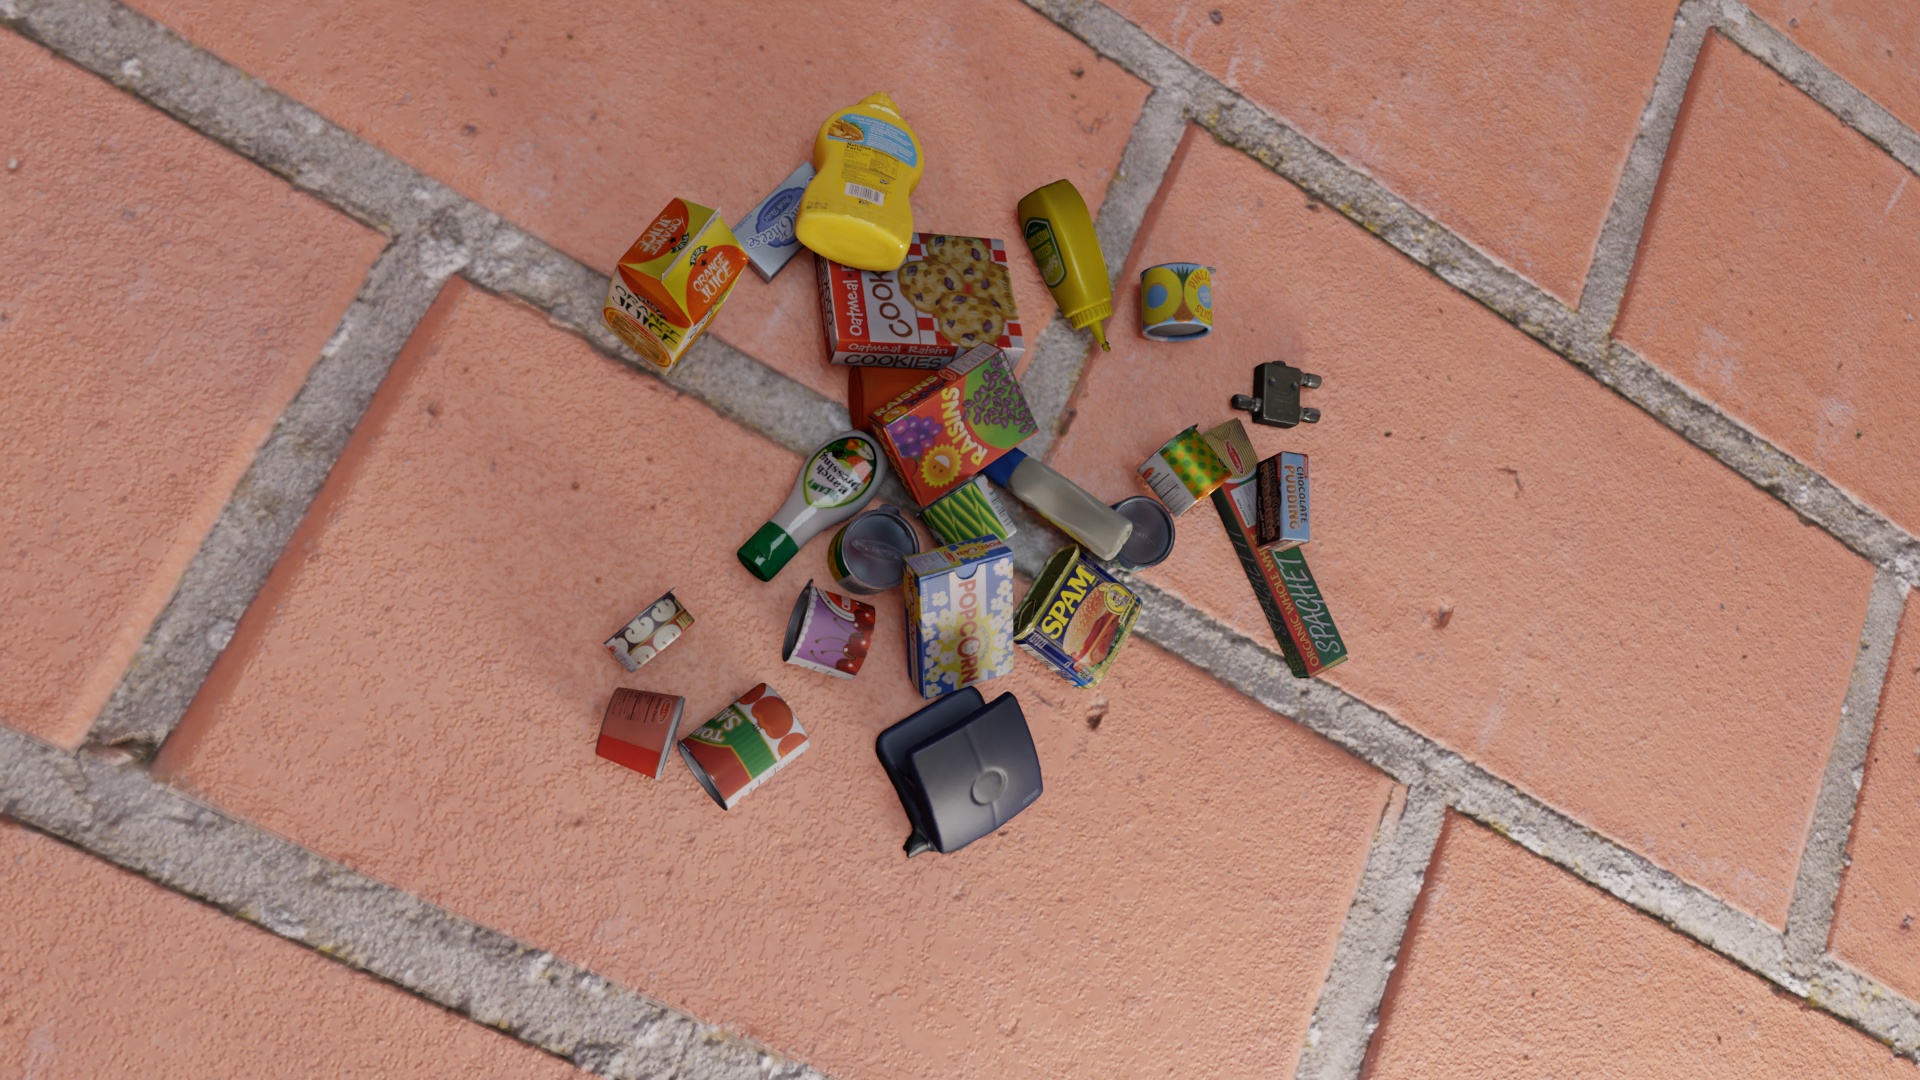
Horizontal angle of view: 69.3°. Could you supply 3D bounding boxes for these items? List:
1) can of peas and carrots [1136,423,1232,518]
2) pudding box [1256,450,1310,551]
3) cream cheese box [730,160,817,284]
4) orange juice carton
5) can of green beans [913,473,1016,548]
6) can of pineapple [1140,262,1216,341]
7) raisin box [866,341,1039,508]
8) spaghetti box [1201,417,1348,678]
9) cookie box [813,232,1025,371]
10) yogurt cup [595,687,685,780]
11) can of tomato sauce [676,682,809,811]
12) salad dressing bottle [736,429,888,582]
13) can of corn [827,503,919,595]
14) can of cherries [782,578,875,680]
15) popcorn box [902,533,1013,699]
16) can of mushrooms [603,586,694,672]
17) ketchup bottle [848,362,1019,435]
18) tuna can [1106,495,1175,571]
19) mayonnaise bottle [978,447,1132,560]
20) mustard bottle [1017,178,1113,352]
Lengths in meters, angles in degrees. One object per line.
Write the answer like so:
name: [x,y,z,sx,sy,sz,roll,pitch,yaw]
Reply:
can of peas and carrots: [0.206,-0.063,1.262,0.071,0.070,0.059,-35,83,-20]
pudding box: [0.295,-0.035,1.270,0.030,0.049,0.084,6,78,-17]
cream cheese box: [-0.151,-0.276,1.206,0.053,0.024,0.104,44,71,-8]
orange juice carton: [-0.223,-0.200,1.079,0.073,0.192,0.072,39,71,-10]
can of green beans: [0.006,-0.016,1.192,0.071,0.071,0.058,-32,92,-20]
can of pineapple: [0.202,-0.221,1.292,0.071,0.071,0.058,2,81,-18]
raisin box: [-0.005,-0.097,1.165,0.123,0.040,0.085,-34,122,-13]
spaghetti box: [0.288,0.008,1.303,0.050,0.028,0.250,-24,89,-21]
cookie box: [-0.037,-0.208,1.207,0.168,0.040,0.123,0,61,-18]
yogurt cup: [-0.250,0.147,1.080,0.054,0.072,0.072,17,76,-7]
can of tomato sauce: [-0.173,0.161,1.101,0.083,0.071,0.071,-36,93,-21]
salad dressing bottle: [-0.124,-0.028,1.162,0.064,0.044,0.148,40,71,6]
can of corn: [-0.073,0.009,1.165,0.071,0.058,0.071,3,80,-18]
can of cherries: [-0.107,0.073,1.137,0.058,0.071,0.071,19,76,-15]
popcorn box: [-0.001,0.064,1.156,0.085,0.038,0.126,-15,125,-20]
can of mushrooms: [-0.243,0.070,1.093,0.071,0.071,0.033,-41,96,-20]
ketchup bottle: [-0.021,-0.124,1.213,0.149,0.043,0.065,-2,77,-19]
tuna can: [0.157,-0.003,1.258,0.071,0.032,0.071,3,80,-18]
mayonnaise bottle: [0.079,-0.039,1.212,0.148,0.065,0.041,34,91,11]
mustard bottle: [0.104,-0.246,1.267,0.049,0.065,0.160,-24,93,-25]
